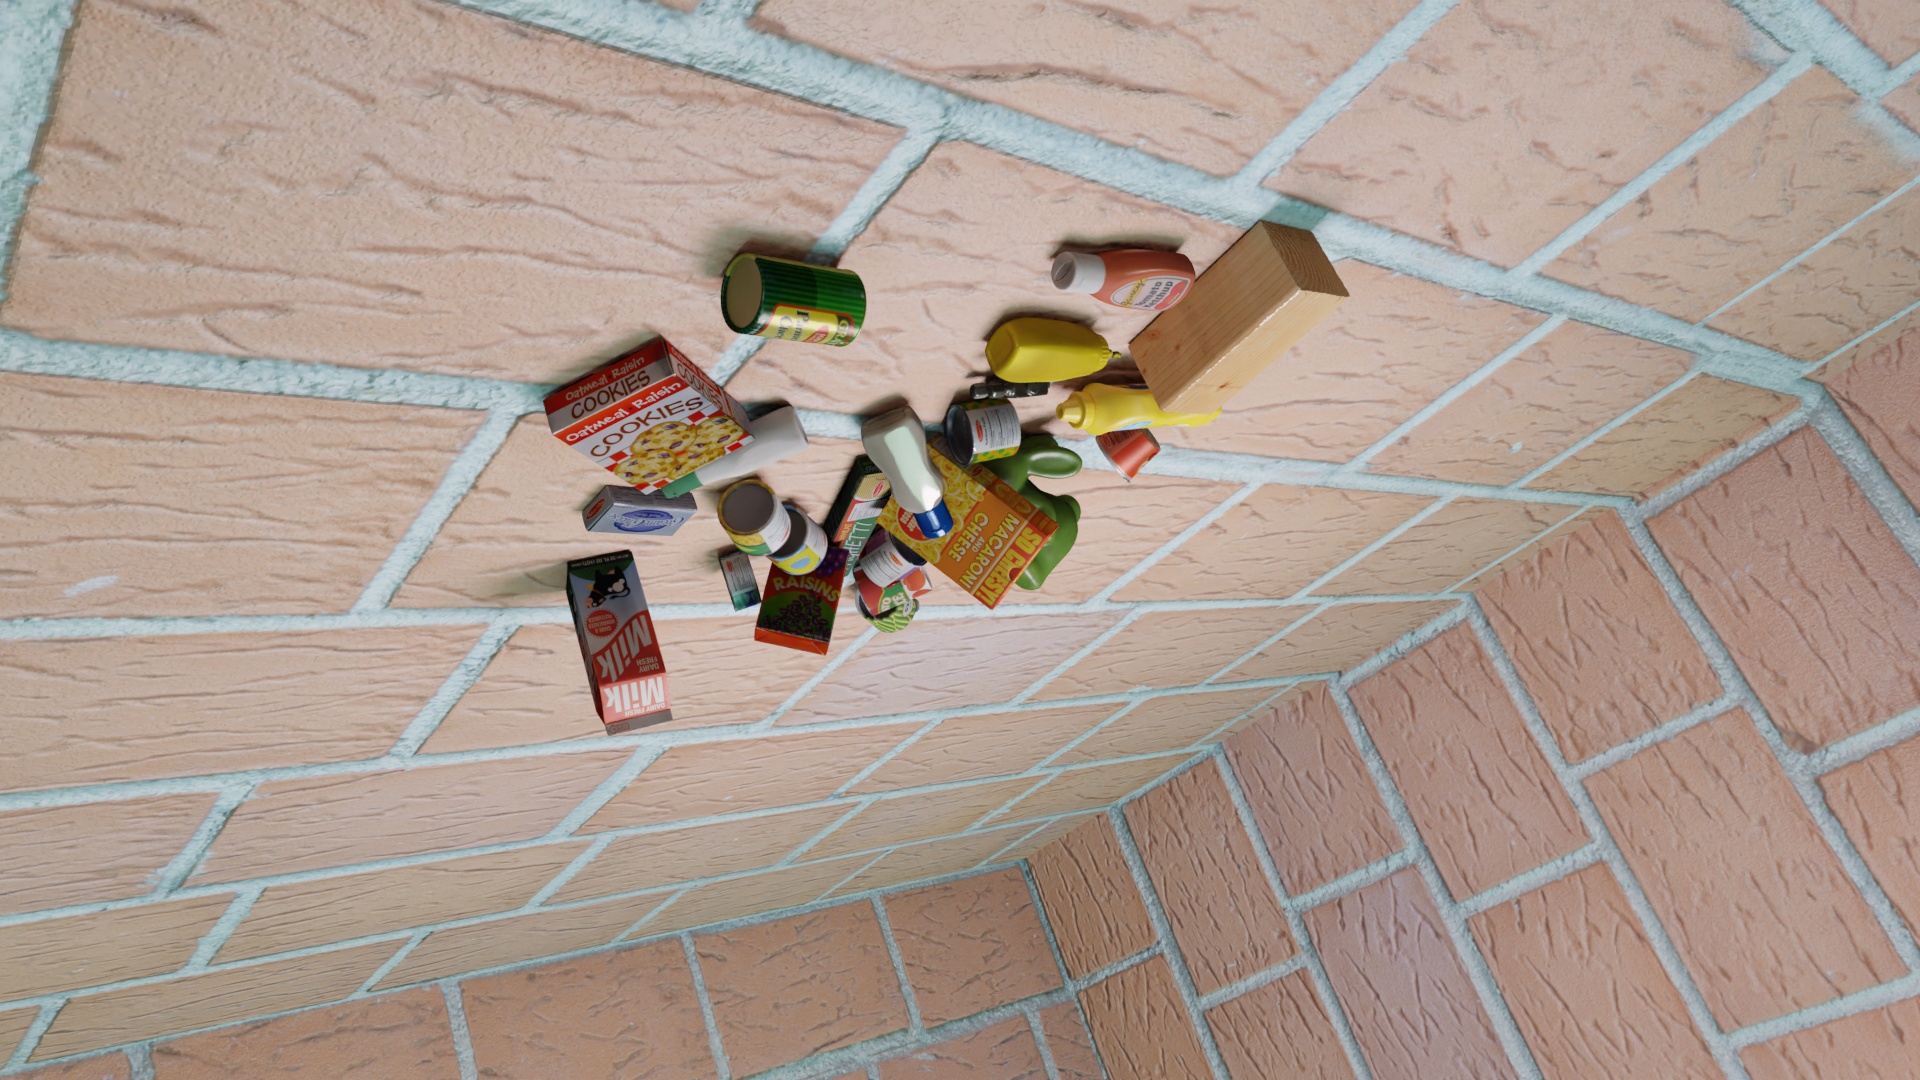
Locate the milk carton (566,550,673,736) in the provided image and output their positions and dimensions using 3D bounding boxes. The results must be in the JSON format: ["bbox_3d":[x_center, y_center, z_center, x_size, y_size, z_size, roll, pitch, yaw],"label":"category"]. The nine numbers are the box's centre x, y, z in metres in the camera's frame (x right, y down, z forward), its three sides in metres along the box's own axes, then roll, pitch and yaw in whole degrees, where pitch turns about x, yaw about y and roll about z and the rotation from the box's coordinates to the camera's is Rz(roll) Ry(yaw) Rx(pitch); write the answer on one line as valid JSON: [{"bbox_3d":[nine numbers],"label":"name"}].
[{"bbox_3d":[-0.364,0.114,1.479,0.072,0.191,0.073,-12,155,-23],"label":"milk carton"}]

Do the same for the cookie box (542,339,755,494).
[{"bbox_3d":[-0.278,-0.109,1.256,0.123,0.040,0.167,-25,158,8],"label":"cookie box"}]

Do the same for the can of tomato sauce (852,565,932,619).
[{"bbox_3d":[-0.084,0.051,1.749,0.083,0.071,0.071,-23,157,2],"label":"can of tomato sauce"}]

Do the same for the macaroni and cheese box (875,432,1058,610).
[{"bbox_3d":[0.005,-0.019,1.527,0.123,0.166,0.040,-55,175,32],"label":"macaroni and cheese box"}]

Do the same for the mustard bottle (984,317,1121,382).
[{"bbox_3d":[0.101,-0.191,1.403,0.161,0.049,0.065,-3,151,-39],"label":"mustard bottle"}]

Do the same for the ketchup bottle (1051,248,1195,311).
[{"bbox_3d":[0.153,-0.251,1.323,0.149,0.043,0.064,-3,151,-38],"label":"ketchup bottle"}]

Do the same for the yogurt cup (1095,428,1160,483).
[{"bbox_3d":[0.201,-0.113,1.651,0.054,0.072,0.072,-38,154,16],"label":"yogurt cup"}]

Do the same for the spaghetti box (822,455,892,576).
[{"bbox_3d":[-0.125,-0.023,1.601,0.050,0.029,0.248,-10,155,-27],"label":"spaghetti box"}]

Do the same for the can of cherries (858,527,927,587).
[{"bbox_3d":[-0.081,0.015,1.681,0.058,0.072,0.071,-36,154,30],"label":"can of cherries"}]

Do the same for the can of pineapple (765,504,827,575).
[{"bbox_3d":[-0.190,0.000,1.545,0.071,0.071,0.057,-24,157,6],"label":"can of pineapple"}]

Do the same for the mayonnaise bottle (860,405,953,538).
[{"bbox_3d":[-0.050,-0.068,1.458,0.065,0.041,0.147,-21,124,7],"label":"mayonnaise bottle"}]

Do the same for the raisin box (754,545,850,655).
[{"bbox_3d":[-0.180,0.061,1.581,0.086,0.124,0.040,13,149,-4],"label":"raisin box"}]

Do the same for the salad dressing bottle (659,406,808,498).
[{"bbox_3d":[-0.224,-0.084,1.356,0.148,0.044,0.064,-22,168,2],"label":"salad dressing bottle"}]

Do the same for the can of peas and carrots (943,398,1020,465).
[{"bbox_3d":[0.023,-0.117,1.478,0.059,0.071,0.070,-12,155,-23],"label":"can of peas and carrots"}]

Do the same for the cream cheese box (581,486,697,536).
[{"bbox_3d":[-0.325,-0.029,1.412,0.104,0.024,0.053,4,147,-46],"label":"cream cheese box"}]

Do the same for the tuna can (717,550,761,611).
[{"bbox_3d":[-0.253,0.047,1.593,0.033,0.071,0.070,-18,157,-11],"label":"tuna can"}]

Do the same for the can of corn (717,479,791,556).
[{"bbox_3d":[-0.220,-0.024,1.467,0.071,0.071,0.058,-21,157,-2],"label":"can of corn"}]

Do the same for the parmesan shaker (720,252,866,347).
[{"bbox_3d":[-0.140,-0.197,1.150,0.103,0.071,0.071,0,149,-42],"label":"parmesan shaker"}]

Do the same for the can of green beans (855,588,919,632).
[{"bbox_3d":[-0.098,0.081,1.811,0.071,0.071,0.057,-25,157,6],"label":"can of green beans"}]
